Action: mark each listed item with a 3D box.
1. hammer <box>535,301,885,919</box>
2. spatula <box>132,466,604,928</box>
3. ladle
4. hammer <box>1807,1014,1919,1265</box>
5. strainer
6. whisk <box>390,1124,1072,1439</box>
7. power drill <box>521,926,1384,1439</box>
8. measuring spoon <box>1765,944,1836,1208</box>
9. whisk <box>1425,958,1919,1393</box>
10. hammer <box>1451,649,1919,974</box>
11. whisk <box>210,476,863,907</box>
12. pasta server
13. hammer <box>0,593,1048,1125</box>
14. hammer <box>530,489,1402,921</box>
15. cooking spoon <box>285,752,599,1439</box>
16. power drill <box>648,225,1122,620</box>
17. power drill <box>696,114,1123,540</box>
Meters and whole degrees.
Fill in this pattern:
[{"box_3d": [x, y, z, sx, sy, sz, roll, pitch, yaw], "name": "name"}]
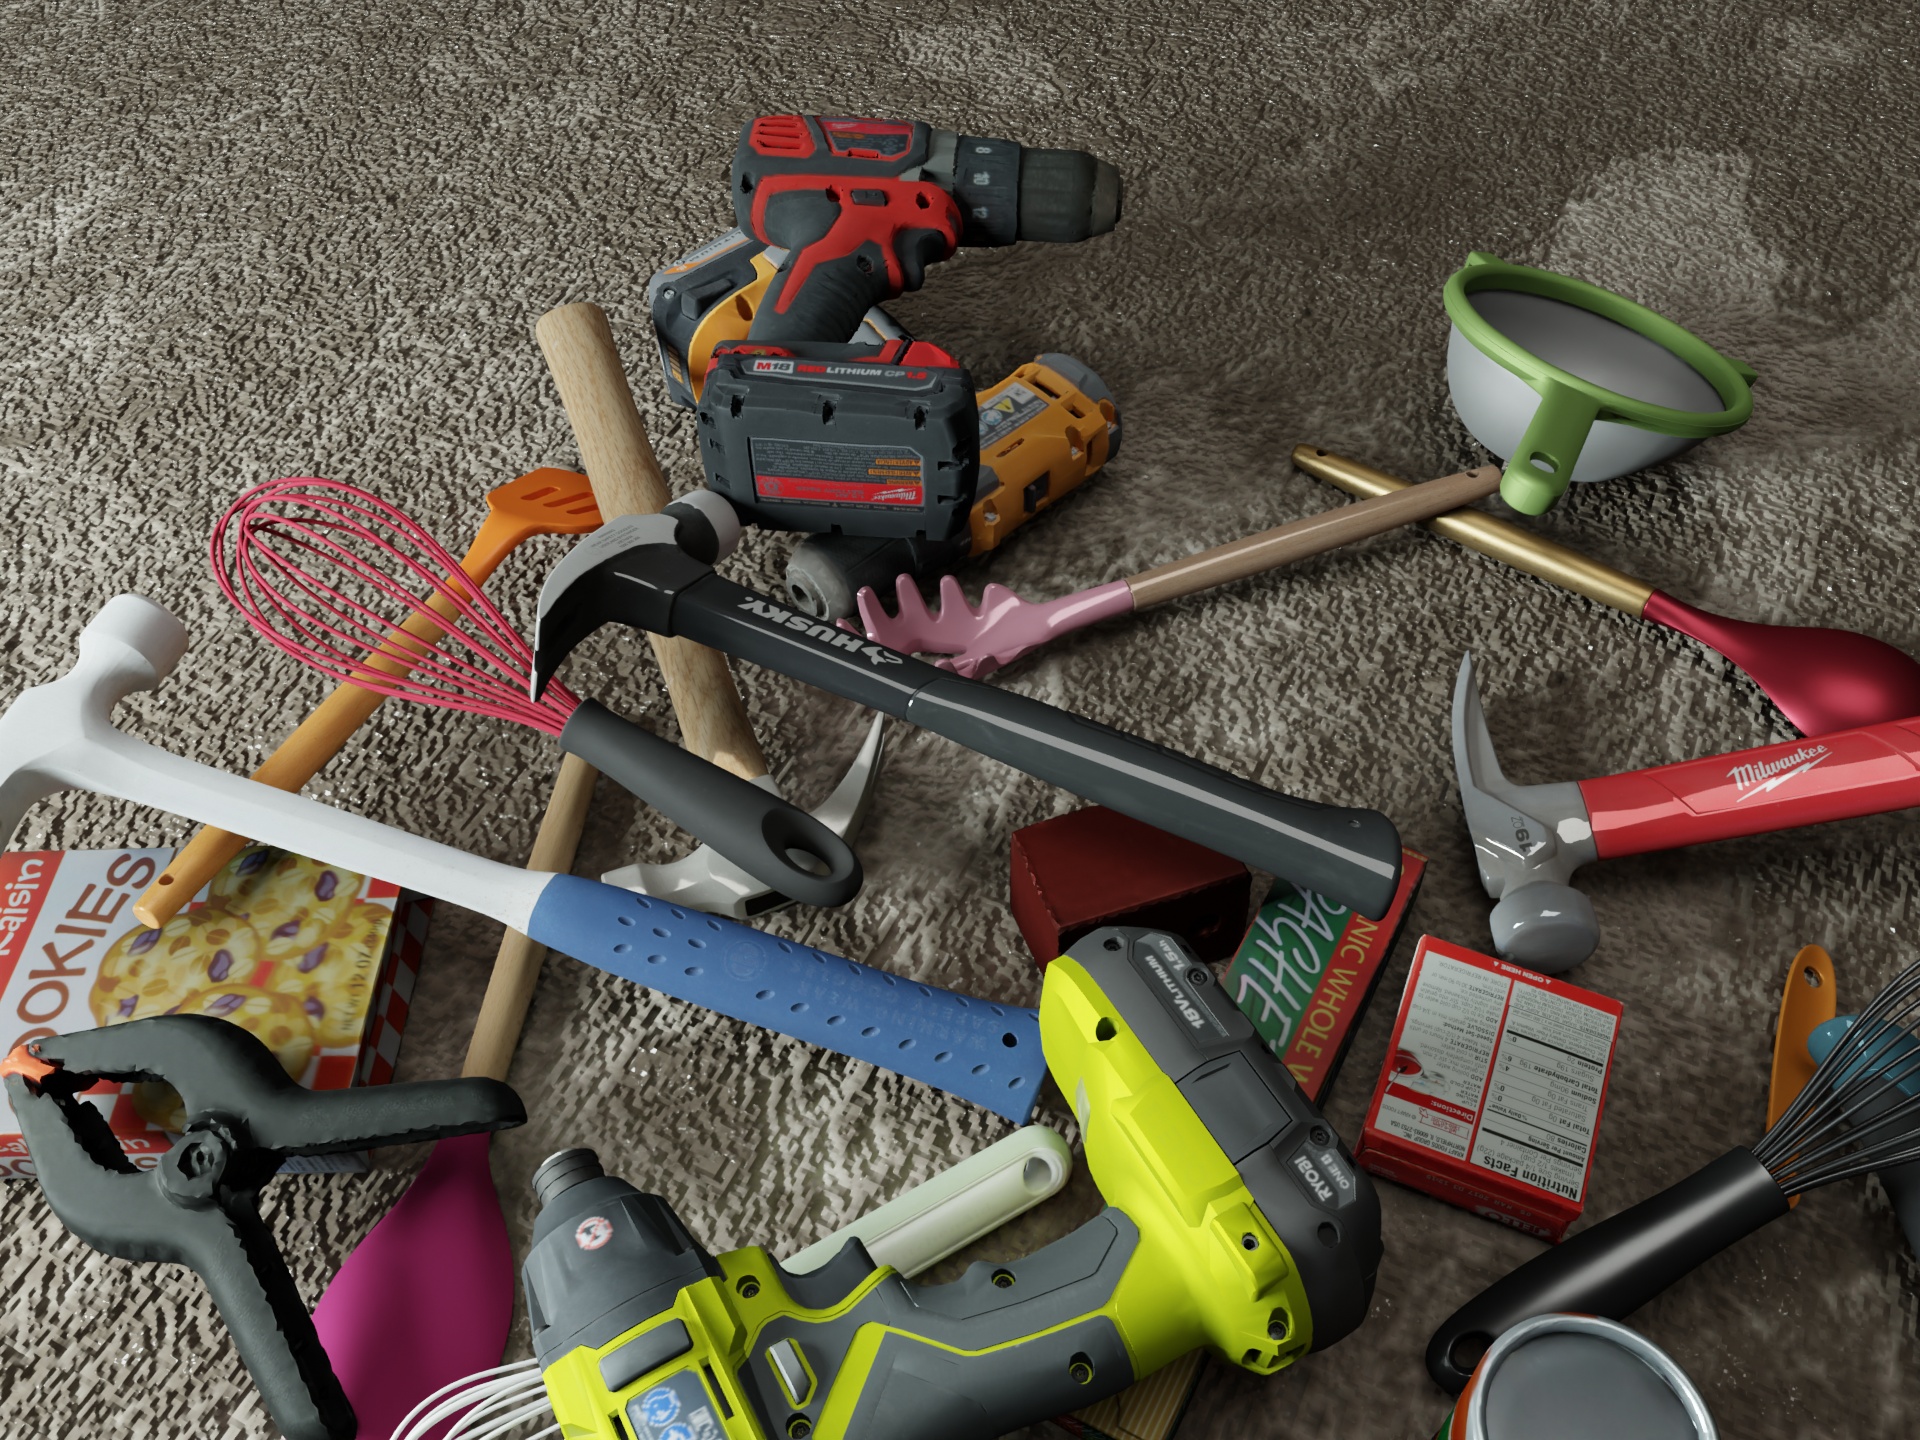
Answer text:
[{"box_3d": [-0.130, -0.064, 0.706, 0.130, 0.031, 0.332, -16, 61, -14], "name": "hammer"}, {"box_3d": [-0.236, -0.028, 0.693, 0.081, 0.041, 0.323, 18, 48, 15], "name": "spatula"}, {"box_3d": [0.288, -0.064, 0.721, 0.316, 0.031, 0.069, 30, 58, 28], "name": "ladle"}, {"box_3d": [0.322, 0.228, 0.442, 0.128, 0.033, 0.331, 17, 41, -19], "name": "hammer"}, {"box_3d": [0.269, -0.130, 0.724, 0.151, 0.069, 0.256, 28, 39, 12], "name": "strainer"}, {"box_3d": [-0.068, 0.193, 0.508, 0.246, 0.058, 0.059, -24, 9, -22], "name": "whisk"}, {"box_3d": [-0.008, 0.159, 0.465, 0.223, 0.080, 0.171, -25, 56, -18], "name": "power drill"}, {"box_3d": [0.296, 0.125, 0.568, 0.021, 0.011, 0.117, 34, 53, 2], "name": "measuring spoon"}, {"box_3d": [0.247, 0.141, 0.496, 0.239, 0.055, 0.055, -33, 52, 3], "name": "whisk"}, {"box_3d": [0.383, -0.003, 0.584, 0.386, 0.038, 0.143, -12, 46, 16], "name": "hammer"}, {"box_3d": [-0.166, -0.008, 0.620, 0.296, 0.073, 0.073, 30, 56, 6], "name": "whisk"}, {"box_3d": [0.101, -0.070, 0.717, 0.316, 0.040, 0.060, -18, 47, -7], "name": "pasta server"}, {"box_3d": [-0.164, 0.069, 0.577, 0.405, 0.035, 0.144, 18, 52, 4], "name": "hammer"}, {"box_3d": [-0.001, -0.002, 0.587, 0.335, 0.035, 0.146, 22, 31, 15], "name": "hammer"}, {"box_3d": [-0.175, 0.120, 0.594, 0.069, 0.017, 0.319, 3, 50, 5], "name": "cooking spoon"}, {"box_3d": [-0.060, -0.152, 0.785, 0.185, 0.084, 0.226, -38, 62, -24], "name": "power drill"}, {"box_3d": [-0.021, -0.192, 0.725, 0.188, 0.080, 0.227, 4, 55, 2], "name": "power drill"}]
